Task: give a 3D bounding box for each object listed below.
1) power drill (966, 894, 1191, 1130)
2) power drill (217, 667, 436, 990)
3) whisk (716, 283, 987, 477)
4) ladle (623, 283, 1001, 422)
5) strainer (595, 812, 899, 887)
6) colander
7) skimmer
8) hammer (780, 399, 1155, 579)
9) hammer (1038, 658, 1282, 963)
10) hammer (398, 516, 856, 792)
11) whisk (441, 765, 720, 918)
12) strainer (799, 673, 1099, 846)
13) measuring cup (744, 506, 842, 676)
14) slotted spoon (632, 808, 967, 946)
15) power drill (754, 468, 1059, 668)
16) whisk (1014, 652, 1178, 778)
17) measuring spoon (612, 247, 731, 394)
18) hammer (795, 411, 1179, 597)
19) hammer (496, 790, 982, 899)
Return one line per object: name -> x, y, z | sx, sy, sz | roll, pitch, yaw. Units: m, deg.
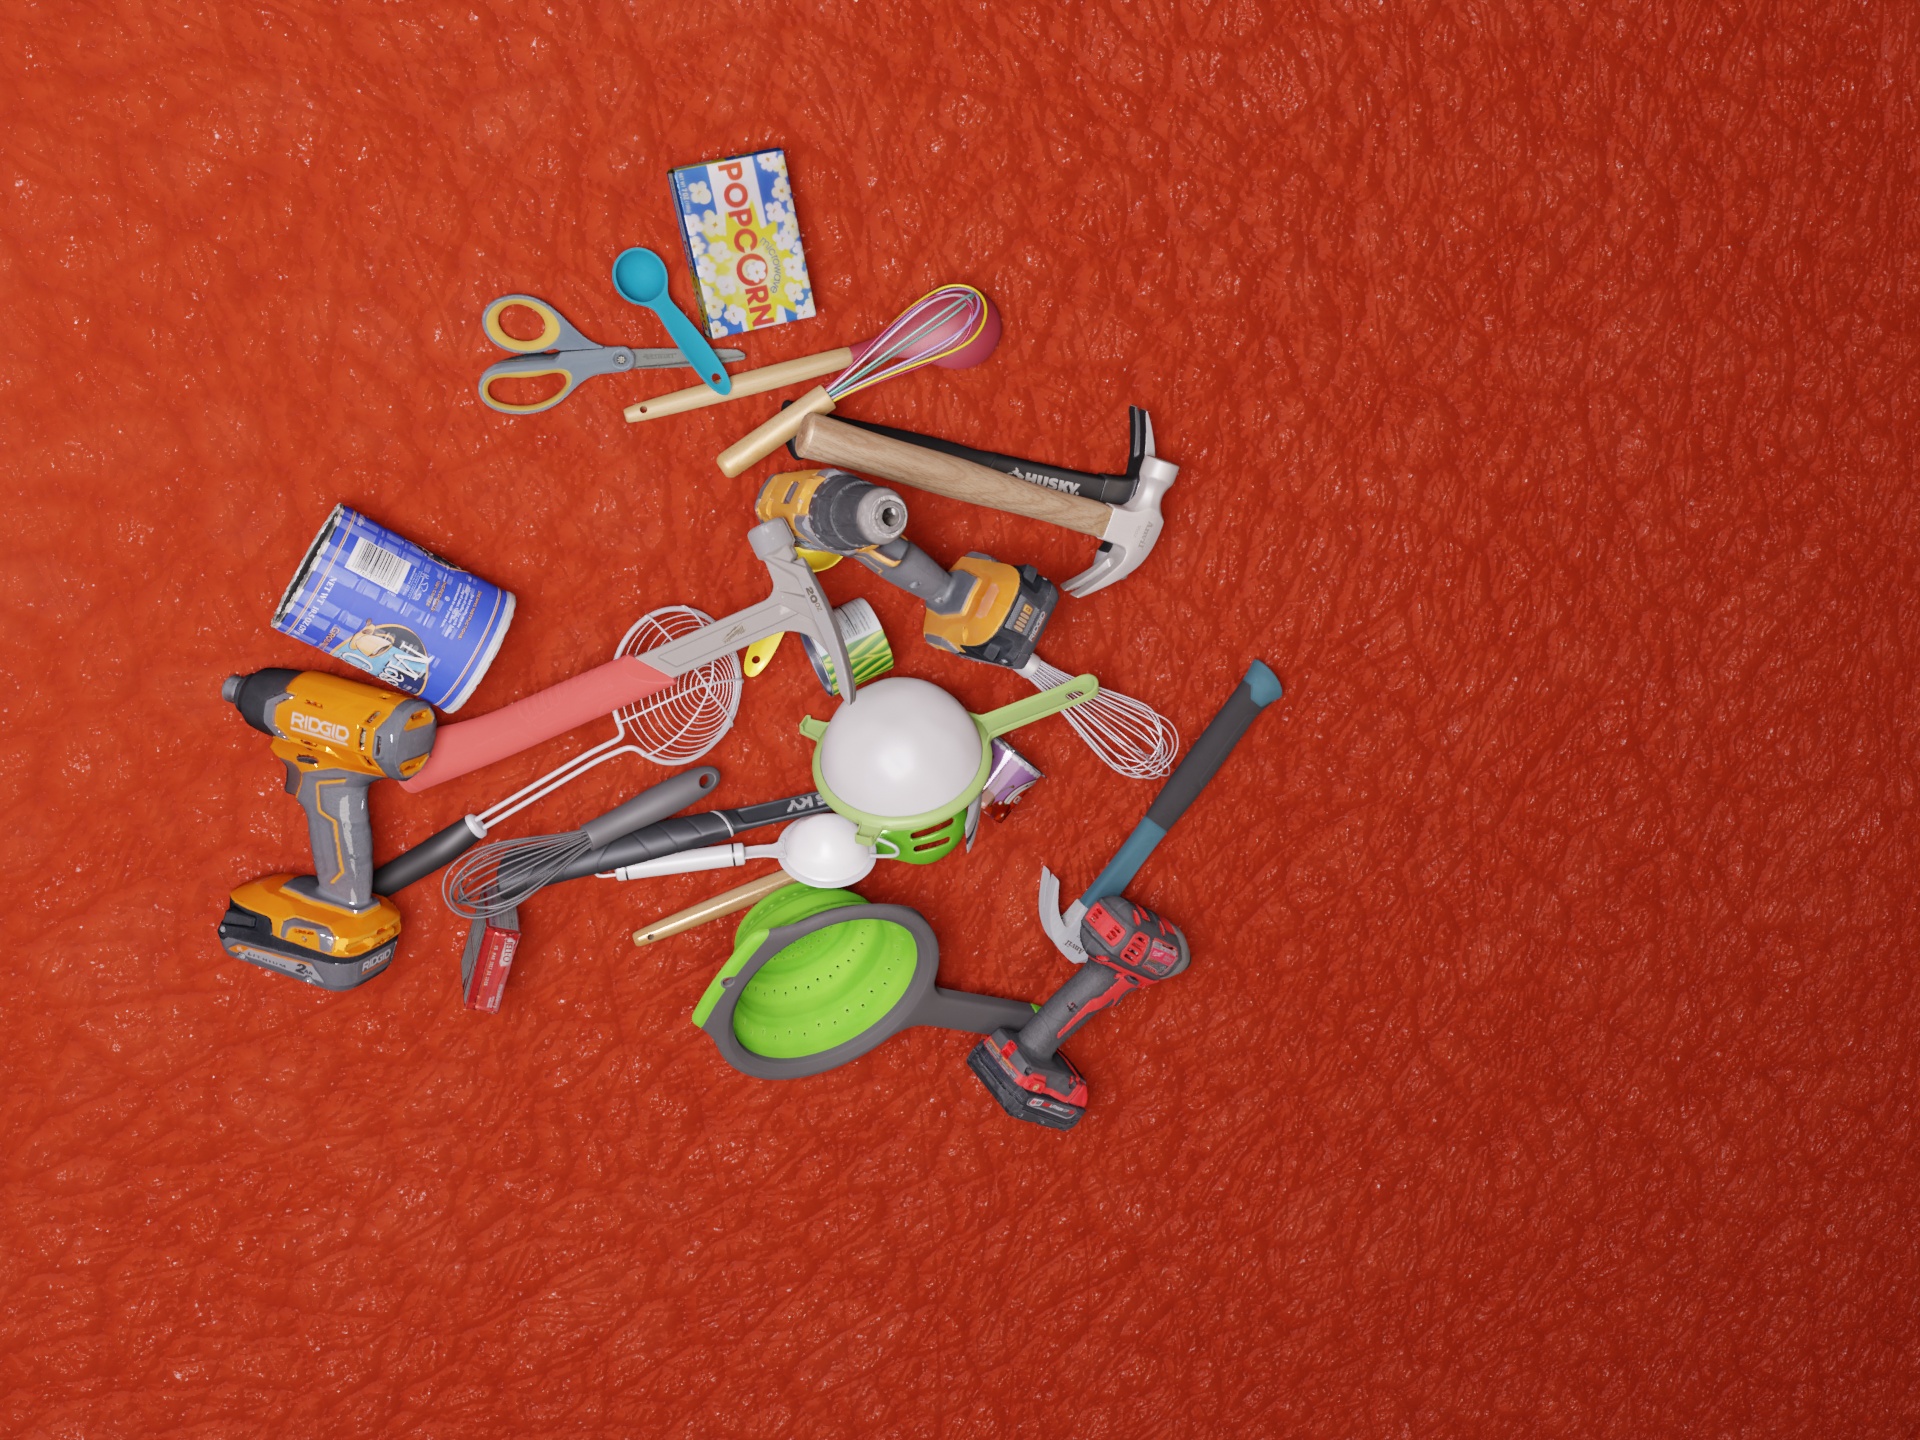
power drill -> 0.120, 0.266, 1.467 | 0.219, 0.079, 0.143 | -53, 137, 8
power drill -> -0.491, 0.072, 1.198 | 0.164, 0.084, 0.226 | 16, 104, 11
whisk -> -0.083, -0.261, 1.232 | 0.245, 0.051, 0.047 | -35, 107, -2
ladle -> -0.112, -0.283, 1.258 | 0.315, 0.031, 0.069 | -18, 94, -11
strainer -> -0.180, 0.112, 1.348 | 0.258, 0.087, 0.050 | -7, 133, -7
colander -> -0.071, 0.225, 1.421 | 0.396, 0.095, 0.204 | 19, 116, -43
skimmer -> -0.339, 0.039, 1.285 | 0.363, 0.090, 0.127 | -31, 124, 3
hammer -> 0.011, -0.217, 1.322 | 0.334, 0.035, 0.146 | 9, 105, -22
hammer -> 0.193, 0.086, 1.492 | 0.128, 0.033, 0.331 | 35, 94, -27
hammer -> -0.262, -0.017, 1.207 | 0.359, 0.037, 0.149 | -23, 94, 8
whisk -> -0.298, 0.090, 1.270 | 0.239, 0.055, 0.055 | -27, 116, -25
strainer -> -0.002, -0.004, 1.317 | 0.256, 0.152, 0.069 | -20, 139, -12
measuring cup -> -0.143, -0.109, 1.307 | 0.062, 0.029, 0.156 | 22, 102, -25
slotted spoon -> -0.136, 0.135, 1.393 | 0.313, 0.031, 0.070 | -21, 107, -11
power drill -> -0.032, -0.122, 1.225 | 0.226, 0.185, 0.084 | 30, 83, -29
whisk -> 0.082, -0.033, 1.403 | 0.284, 0.070, 0.070 | 35, 94, -21
measuring spoon -> -0.219, -0.300, 1.211 | 0.042, 0.021, 0.128 | -45, 112, -20
hammer -> 0.021, -0.186, 1.285 | 0.331, 0.031, 0.130 | 11, 106, -28
hammer -> -0.178, 0.086, 1.318 | 0.409, 0.149, 0.036 | -13, 136, -8
